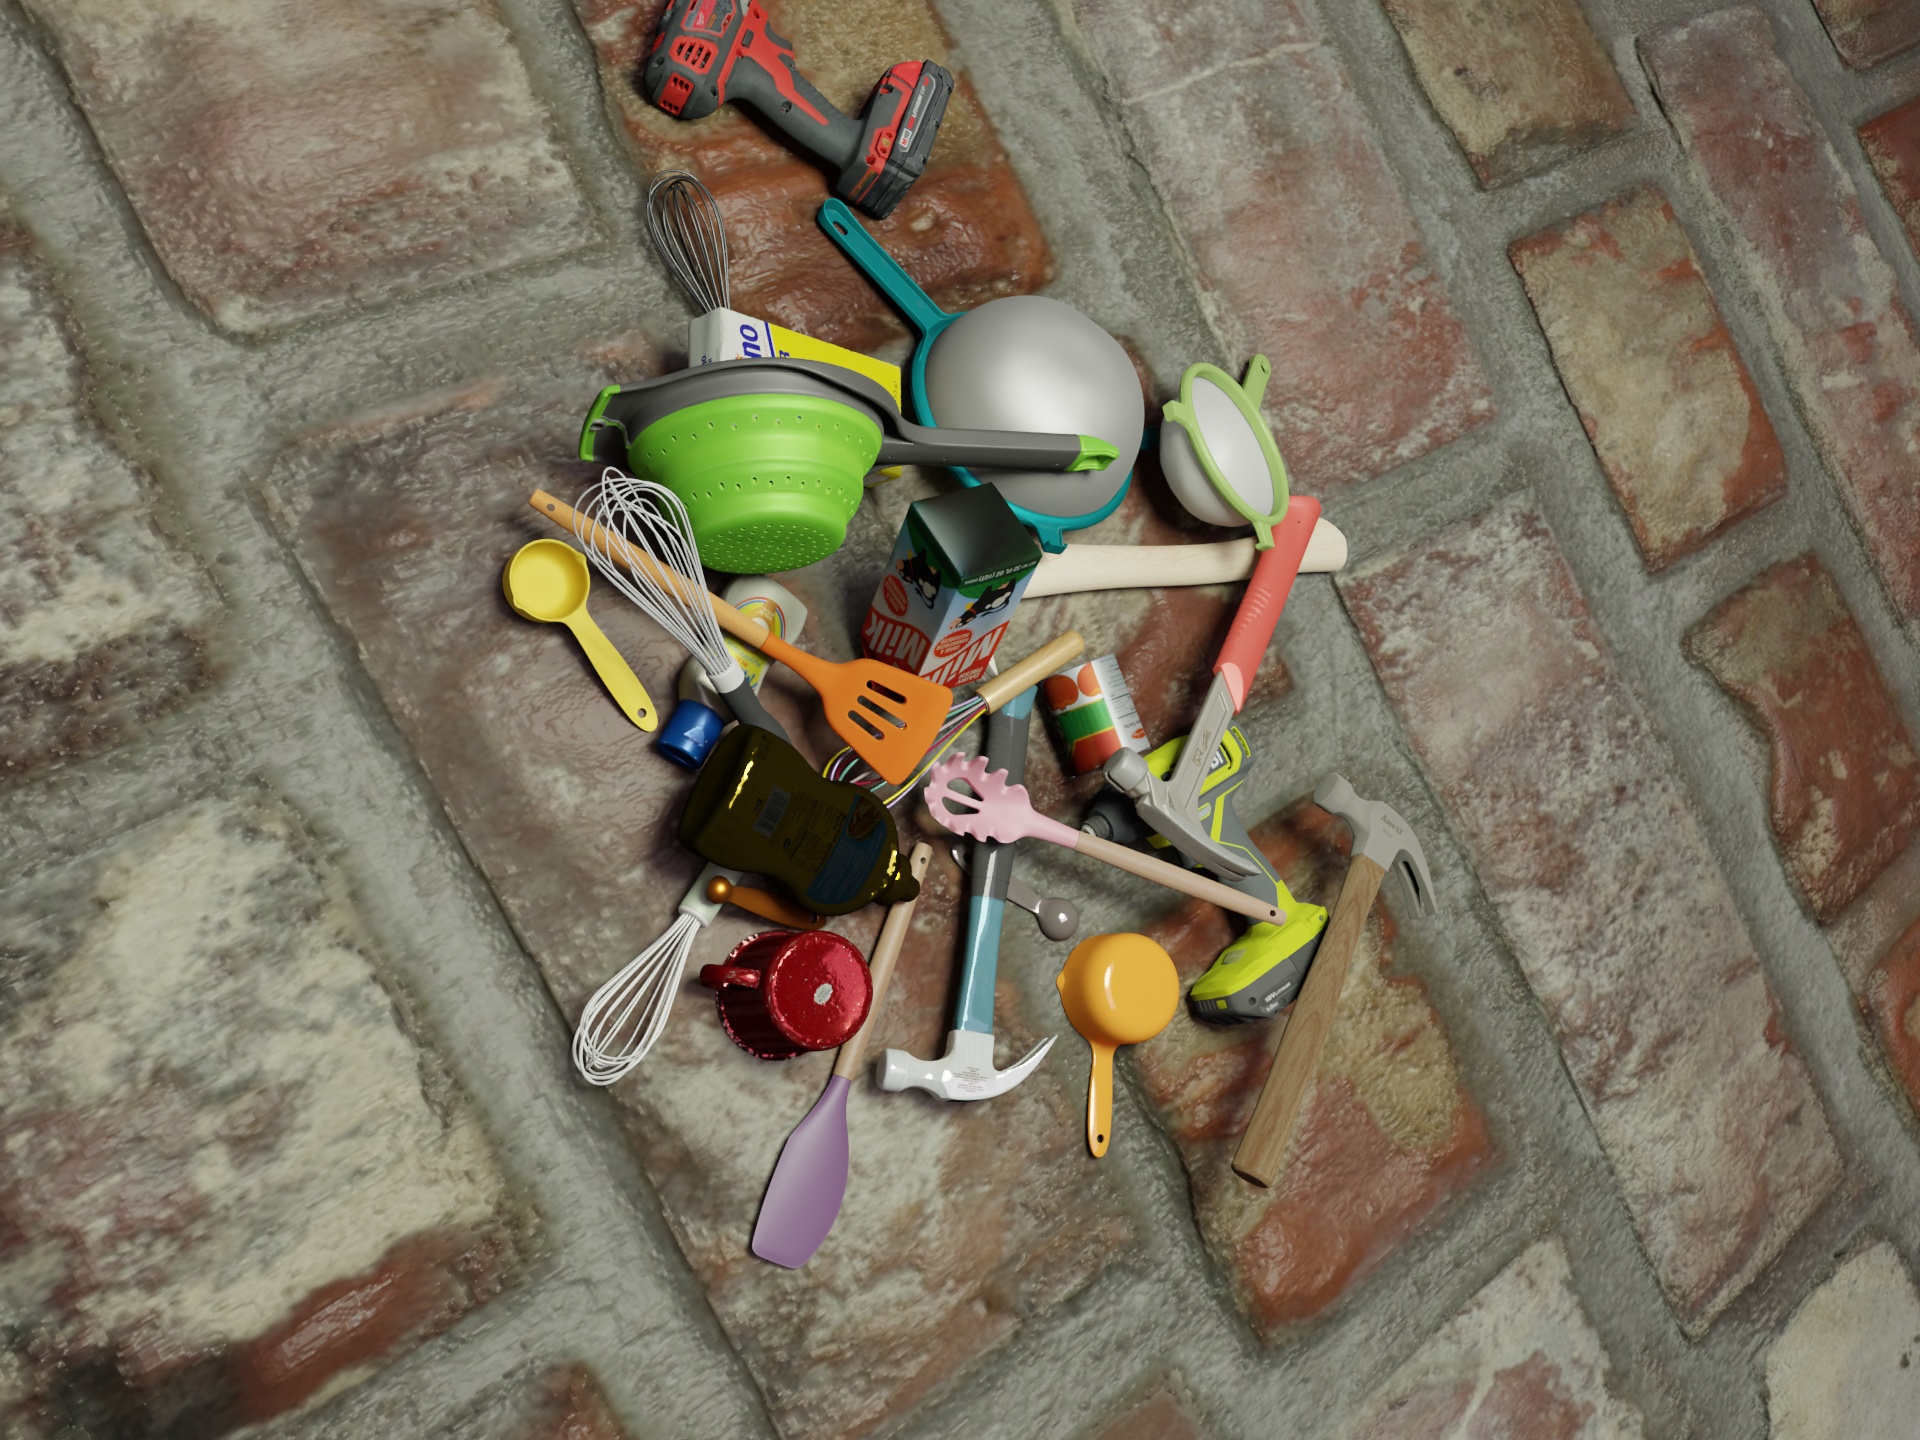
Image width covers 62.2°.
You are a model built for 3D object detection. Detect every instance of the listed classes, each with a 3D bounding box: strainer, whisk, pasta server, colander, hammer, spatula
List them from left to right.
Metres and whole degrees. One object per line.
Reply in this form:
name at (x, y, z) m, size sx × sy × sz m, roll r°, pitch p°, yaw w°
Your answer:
whisk at (-0.188, 0.143, 1.098) m, size 0.246 × 0.058 × 0.059 m, roll -58°, pitch 142°, yaw -29°
whisk at (-0.171, -0.054, 1.060) m, size 0.070 × 0.070 × 0.284 m, roll -54°, pitch 140°, yaw -27°
whisk at (-0.181, -0.298, 1.198) m, size 0.055 × 0.055 × 0.239 m, roll -21°, pitch 94°, yaw -30°
spatula at (-0.157, -0.068, 1.112) m, size 0.322 × 0.041 × 0.081 m, roll 32°, pitch 91°, yaw -16°
spatula at (-0.075, 0.235, 1.150) m, size 0.059 × 0.018 × 0.316 m, roll 30°, pitch 67°, yaw -27°
colander at (-0.063, -0.162, 1.123) m, size 0.397 × 0.204 × 0.094 m, roll -1°, pitch 74°, yaw -23°
whisk at (-0.003, -0.006, 1.208) m, size 0.245 × 0.047 × 0.051 m, roll -33°, pitch 135°, yaw -22°
hammer at (0.021, 0.123, 1.207) m, size 0.128 × 0.033 × 0.331 m, roll 14°, pitch 69°, yaw -17°
strainer at (0.028, -0.309, 1.267) m, size 0.340 × 0.095 × 0.211 m, roll 45°, pitch 50°, yaw -5°
pasta server at (0.114, 0.100, 1.210) m, size 0.316 × 0.040 × 0.060 m, roll 22°, pitch 79°, yaw -14°
hammer at (0.170, -0.123, 1.354) m, size 0.410 × 0.038 × 0.146 m, roll -7°, pitch 84°, yaw -30°
strainer at (0.225, -0.251, 1.386) m, size 0.151 × 0.069 × 0.256 m, roll 51°, pitch 35°, yaw -18°
hammer at (0.237, -0.047, 1.310) m, size 0.149 × 0.036 × 0.359 m, roll 38°, pitch 57°, yaw -15°
hammer at (0.286, 0.209, 1.248) m, size 0.130 × 0.031 × 0.331 m, roll 35°, pitch 63°, yaw -14°

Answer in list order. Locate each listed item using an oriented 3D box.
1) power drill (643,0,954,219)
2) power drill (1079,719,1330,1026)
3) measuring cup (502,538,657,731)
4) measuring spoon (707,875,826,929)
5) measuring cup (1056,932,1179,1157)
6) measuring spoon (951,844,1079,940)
power drill at (-0.124, -0.526, 1.265) m, size 0.226 × 0.080 × 0.188 m, roll 24°, pitch 68°, yaw -19°
power drill at (0.203, 0.127, 1.295) m, size 0.171 × 0.080 × 0.223 m, roll -29°, pitch 90°, yaw -30°
measuring cup at (-0.263, -0.056, 1.115) m, size 0.062 × 0.029 × 0.156 m, roll -43°, pitch 112°, yaw -29°
measuring spoon at (-0.133, 0.130, 1.121) m, size 0.116 × 0.011 × 0.021 m, roll 26°, pitch 69°, yaw -46°
measuring cup at (0.124, 0.250, 1.234) m, size 0.095 × 0.052 × 0.174 m, roll 14°, pitch 70°, yaw -25°
measuring spoon at (0.045, 0.131, 1.238) m, size 0.124 × 0.018 × 0.034 m, roll 34°, pitch 65°, yaw -16°
